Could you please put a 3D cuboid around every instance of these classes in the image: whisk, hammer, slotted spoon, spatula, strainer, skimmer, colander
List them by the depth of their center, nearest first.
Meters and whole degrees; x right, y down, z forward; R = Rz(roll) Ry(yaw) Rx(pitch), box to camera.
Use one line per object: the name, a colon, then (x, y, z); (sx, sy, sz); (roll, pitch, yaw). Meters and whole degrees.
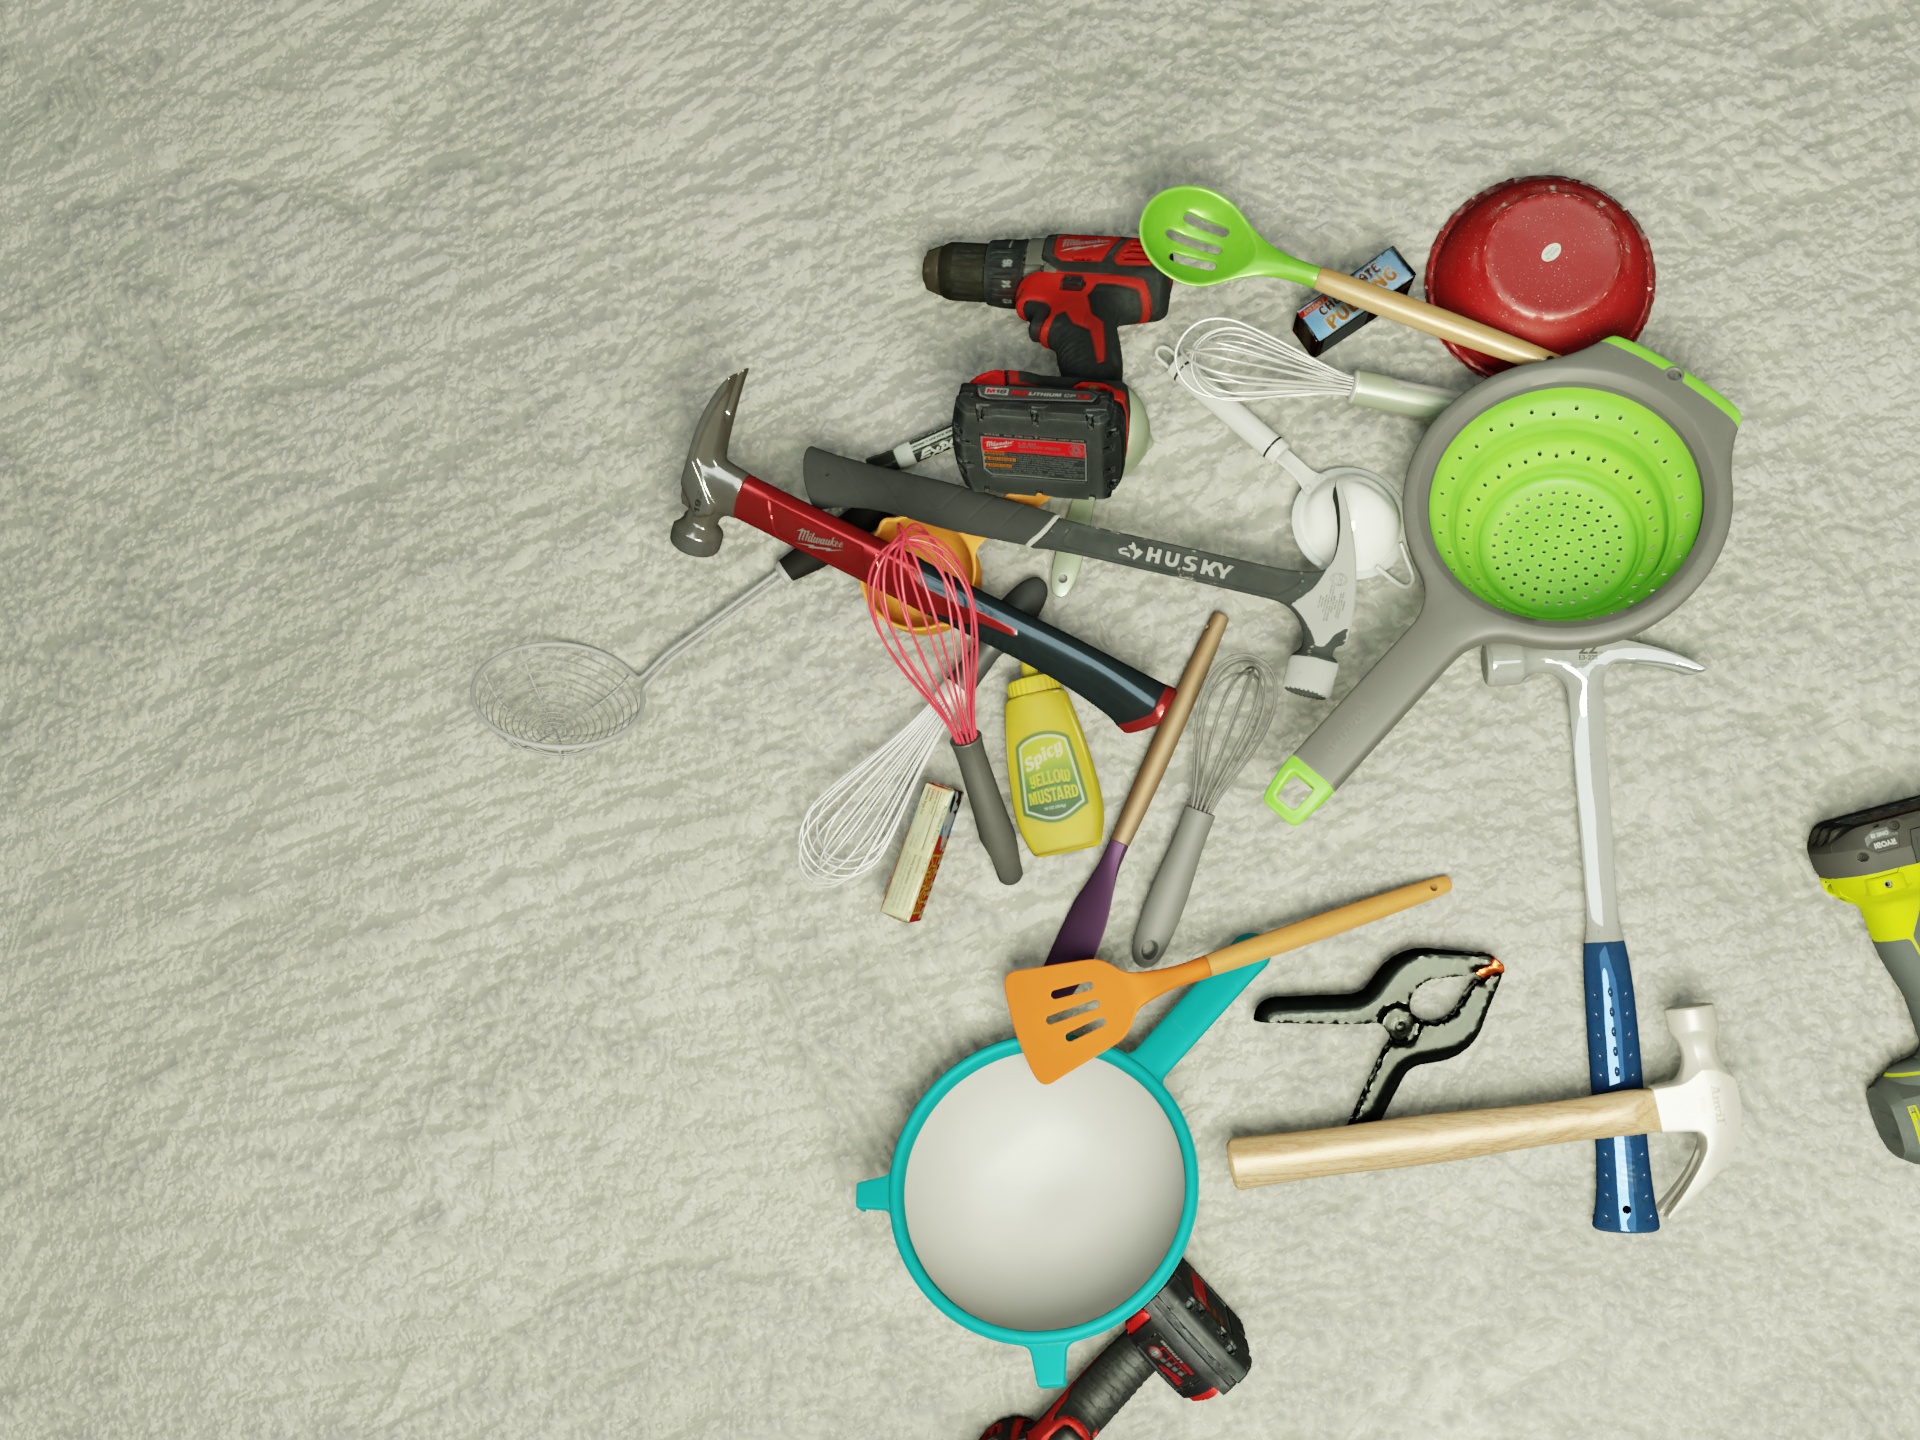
hammer: (0.346, 0.279, 1.066); (0.331, 0.031, 0.130); (-11, 82, 11)
colander: (0.354, -0.075, 1.085); (0.397, 0.094, 0.205); (-47, 66, -1)
hammer: (0.447, 0.141, 1.092); (0.144, 0.035, 0.405); (-3, 84, 10)
whisk: (-0.002, -0.004, 1.107); (0.073, 0.073, 0.295); (-13, 119, 8)
spatula: (0.192, 0.164, 1.108); (0.322, 0.041, 0.081); (-17, 75, -8)
slotted spoon: (0.274, -0.300, 1.117); (0.314, 0.031, 0.070); (23, 90, 8)
strainer: (0.106, 0.289, 1.117); (0.211, 0.095, 0.340); (35, 69, 32)
hammer: (-0.021, -0.107, 1.120); (0.386, 0.038, 0.143); (27, 121, 8)
hammer: (0.080, -0.136, 1.132); (0.409, 0.036, 0.149); (15, 87, 10)
whisk: (0.275, -0.242, 1.142); (0.246, 0.058, 0.059); (11, 117, 0)
whisk: (0.169, 0.066, 1.143); (0.055, 0.055, 0.239); (20, 93, 11)
spatula: (0.127, 0.066, 1.155); (0.018, 0.060, 0.316); (27, 85, -24)
strainer: (0.236, -0.191, 1.160); (0.087, 0.050, 0.258); (-43, 76, -12)
whisk: (-0.027, 0.006, 1.181); (0.070, 0.070, 0.284); (37, 86, 11)
skimmer: (-0.196, -0.093, 1.199); (0.363, 0.090, 0.127); (-35, 49, 3)

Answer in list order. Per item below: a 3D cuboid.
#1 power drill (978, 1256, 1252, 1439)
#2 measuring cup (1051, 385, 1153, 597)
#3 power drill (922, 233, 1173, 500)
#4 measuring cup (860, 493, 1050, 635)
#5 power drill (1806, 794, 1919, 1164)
power drill: (0.089, 0.466, 1.071); (0.219, 0.143, 0.078); (-44, 83, 1)
measuring cup: (0.092, -0.175, 1.181); (0.083, 0.038, 0.167); (13, 85, 11)
power drill: (0.049, -0.269, 1.143); (0.188, 0.080, 0.227); (6, 54, 10)
measuring cup: (0.007, -0.130, 1.187); (0.173, 0.052, 0.095); (-34, 80, 3)
power drill: (0.663, 0.159, 1.035); (0.171, 0.080, 0.223); (-17, 86, 9)
